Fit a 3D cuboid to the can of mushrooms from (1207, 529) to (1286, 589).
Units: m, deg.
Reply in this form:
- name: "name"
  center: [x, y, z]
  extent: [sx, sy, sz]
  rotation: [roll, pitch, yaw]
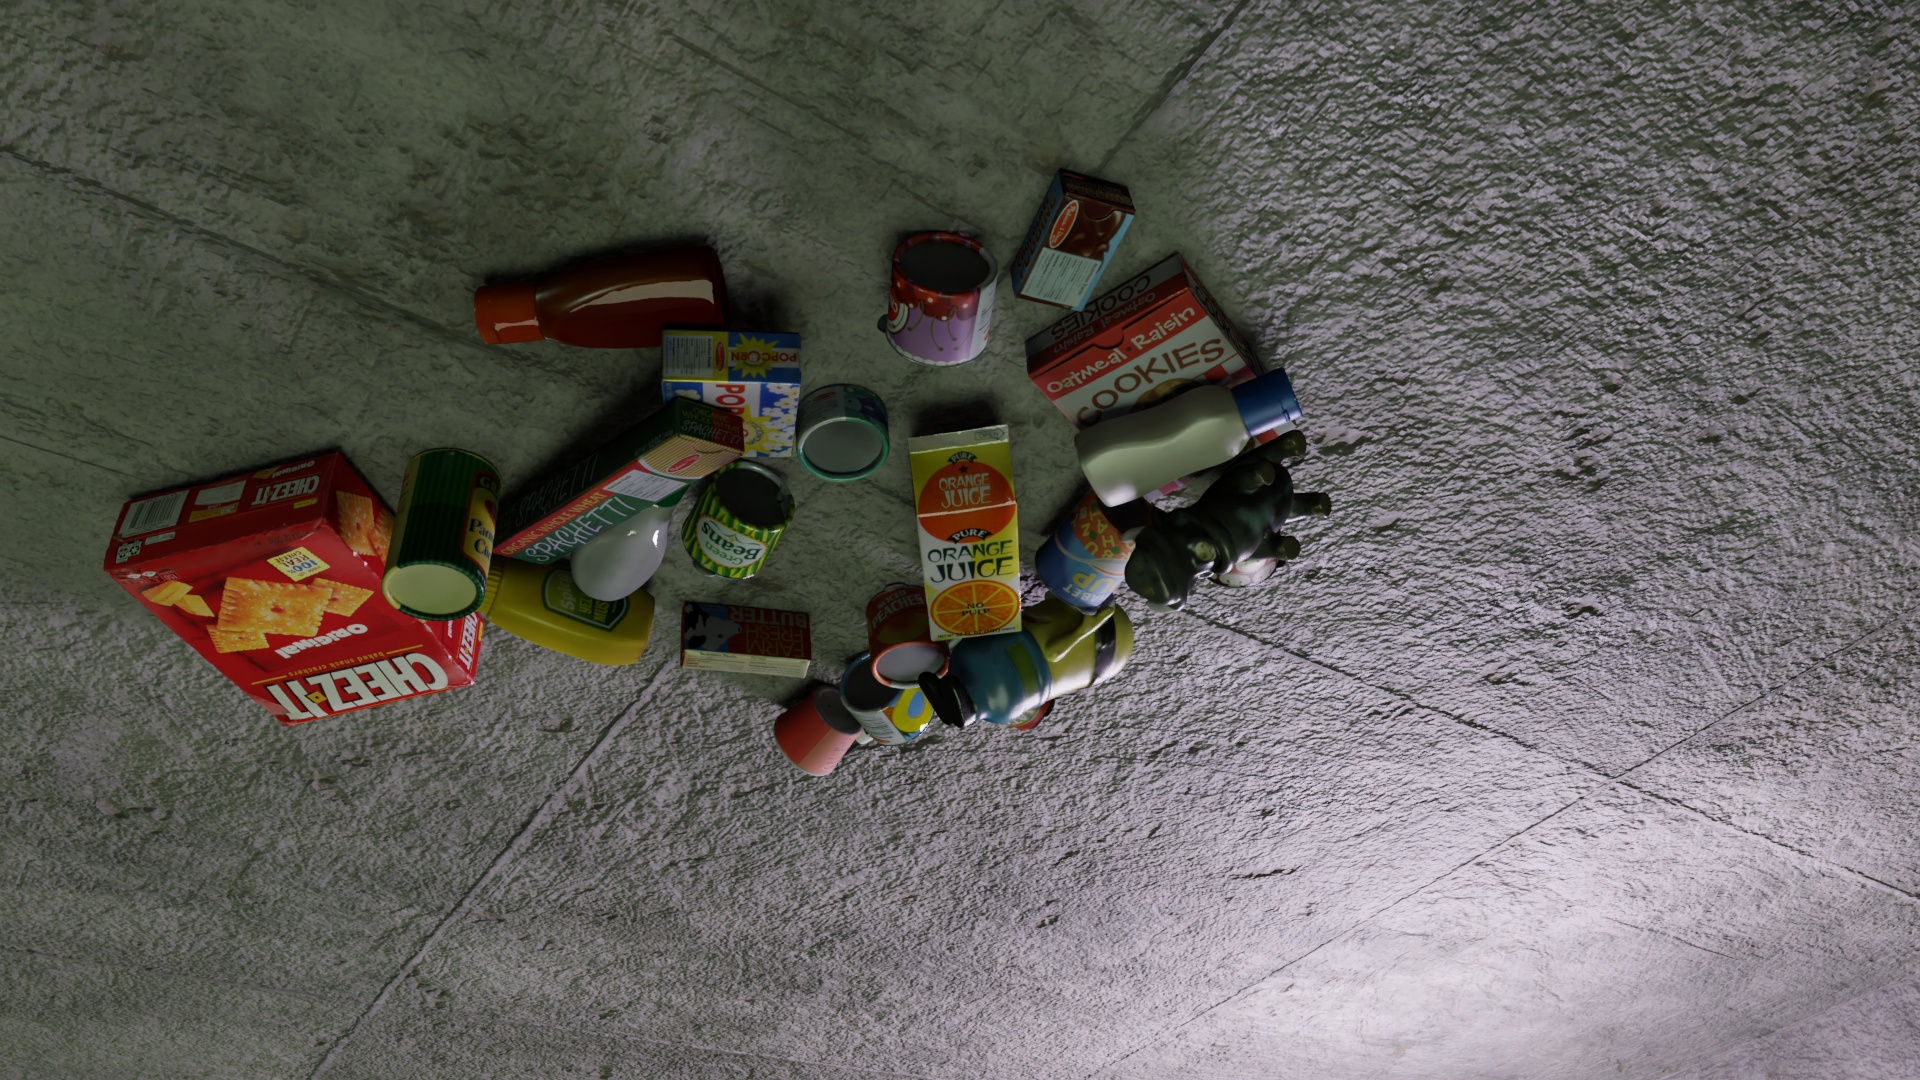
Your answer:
- name: "can of mushrooms"
  center: [0.219, 0.002, 1.084]
  extent: [0.071, 0.071, 0.033]
  rotation: [-10, 138, 2]

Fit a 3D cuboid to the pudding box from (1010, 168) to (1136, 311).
- name: "pudding box"
  center: [0.070, -0.186, 0.870]
  extent: [0.050, 0.030, 0.083]
  rotation: [10, 136, -19]

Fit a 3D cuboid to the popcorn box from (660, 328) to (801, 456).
- name: "popcorn box"
  center: [-0.149, -0.093, 0.900]
  extent: [0.085, 0.038, 0.126]
  rotation: [-1, 162, -10]

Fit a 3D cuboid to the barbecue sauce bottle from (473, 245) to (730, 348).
- name: "barbecue sauce bottle"
  center: [-0.221, -0.146, 0.858]
  extent: [0.149, 0.044, 0.064]
  rotation: [-6, 146, -2]

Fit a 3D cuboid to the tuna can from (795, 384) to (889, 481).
- name: "tuna can"
  center: [-0.081, -0.073, 0.973]
  extent: [0.071, 0.033, 0.070]
  rotation: [-4, 139, -4]

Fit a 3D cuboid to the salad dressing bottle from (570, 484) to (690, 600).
- name: "salad dressing bottle"
  center: [-0.234, -0.016, 1.006]
  extent: [0.064, 0.044, 0.147]
  rotation: [14, 134, -32]

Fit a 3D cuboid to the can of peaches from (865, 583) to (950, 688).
- name: "can of peaches"
  center: [-0.044, 0.079, 1.135]
  extent: [0.071, 0.058, 0.071]
  rotation: [-5, 140, -4]

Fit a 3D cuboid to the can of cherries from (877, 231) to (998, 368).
- name: "can of cherries"
  center: [-0.015, -0.151, 0.868]
  extent: [0.071, 0.072, 0.058]
  rotation: [0, 139, -9]

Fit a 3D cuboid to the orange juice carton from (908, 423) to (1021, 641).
- name: "orange juice carton"
  center: [0.004, -0.013, 1.026]
  extent: [0.072, 0.073, 0.191]
  rotation: [-7, 139, -2]

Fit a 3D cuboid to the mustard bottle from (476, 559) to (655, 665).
- name: "mustard bottle"
  center: [-0.315, 0.048, 1.051]
  extent: [0.160, 0.065, 0.048]
  rotation: [17, 137, -22]

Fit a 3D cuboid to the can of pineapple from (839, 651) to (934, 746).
- name: "can of pineapple"
  center: [-0.062, 0.132, 1.190]
  extent: [0.071, 0.071, 0.057]
  rotation: [-19, 138, 12]

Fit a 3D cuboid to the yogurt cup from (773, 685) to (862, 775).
- name: "yogurt cup"
  center: [-0.122, 0.164, 1.218]
  extent: [0.072, 0.073, 0.053]
  rotation: [26, 121, -33]

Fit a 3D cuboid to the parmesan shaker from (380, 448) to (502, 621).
- name: "parmesan shaker"
  center: [-0.355, -0.002, 0.954]
  extent: [0.071, 0.103, 0.071]
  rotation: [-5, 139, -4]

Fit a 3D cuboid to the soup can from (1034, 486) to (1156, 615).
- name: "soup can"
  center: [0.107, 0.005, 1.065]
  extent: [0.071, 0.072, 0.083]
  rotation: [16, 134, -25]

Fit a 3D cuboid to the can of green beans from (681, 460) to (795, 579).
- name: "can of green beans"
  center: [-0.160, -0.015, 1.001]
  extent: [0.071, 0.071, 0.057]
  rotation: [16, 134, -25]

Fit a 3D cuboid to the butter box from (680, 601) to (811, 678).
- name: "butter box"
  center: [-0.173, 0.080, 1.119]
  extent: [0.103, 0.053, 0.024]
  rotation: [6, 134, -18]

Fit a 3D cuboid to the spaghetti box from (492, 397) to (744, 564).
- name: "spaghetti box"
  center: [-0.240, -0.034, 0.937]
  extent: [0.050, 0.029, 0.249]
  rotation: [17, 151, -42]

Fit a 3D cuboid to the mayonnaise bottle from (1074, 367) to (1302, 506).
- name: "mayonnaise bottle"
  center: [0.156, -0.073, 0.944]
  extent: [0.148, 0.041, 0.064]
  rotation: [-22, 140, 14]

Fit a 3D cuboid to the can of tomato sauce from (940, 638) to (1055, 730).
- name: "can of tomato sauce"
  center: [0.030, 0.122, 1.188]
  extent: [0.083, 0.071, 0.071]
  rotation: [20, 132, -28]

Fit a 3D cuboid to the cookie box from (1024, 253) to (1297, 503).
- name: "cookie box"
  center: [0.141, -0.107, 0.965]
  extent: [0.122, 0.040, 0.167]
  rotation: [-28, 136, 22]
